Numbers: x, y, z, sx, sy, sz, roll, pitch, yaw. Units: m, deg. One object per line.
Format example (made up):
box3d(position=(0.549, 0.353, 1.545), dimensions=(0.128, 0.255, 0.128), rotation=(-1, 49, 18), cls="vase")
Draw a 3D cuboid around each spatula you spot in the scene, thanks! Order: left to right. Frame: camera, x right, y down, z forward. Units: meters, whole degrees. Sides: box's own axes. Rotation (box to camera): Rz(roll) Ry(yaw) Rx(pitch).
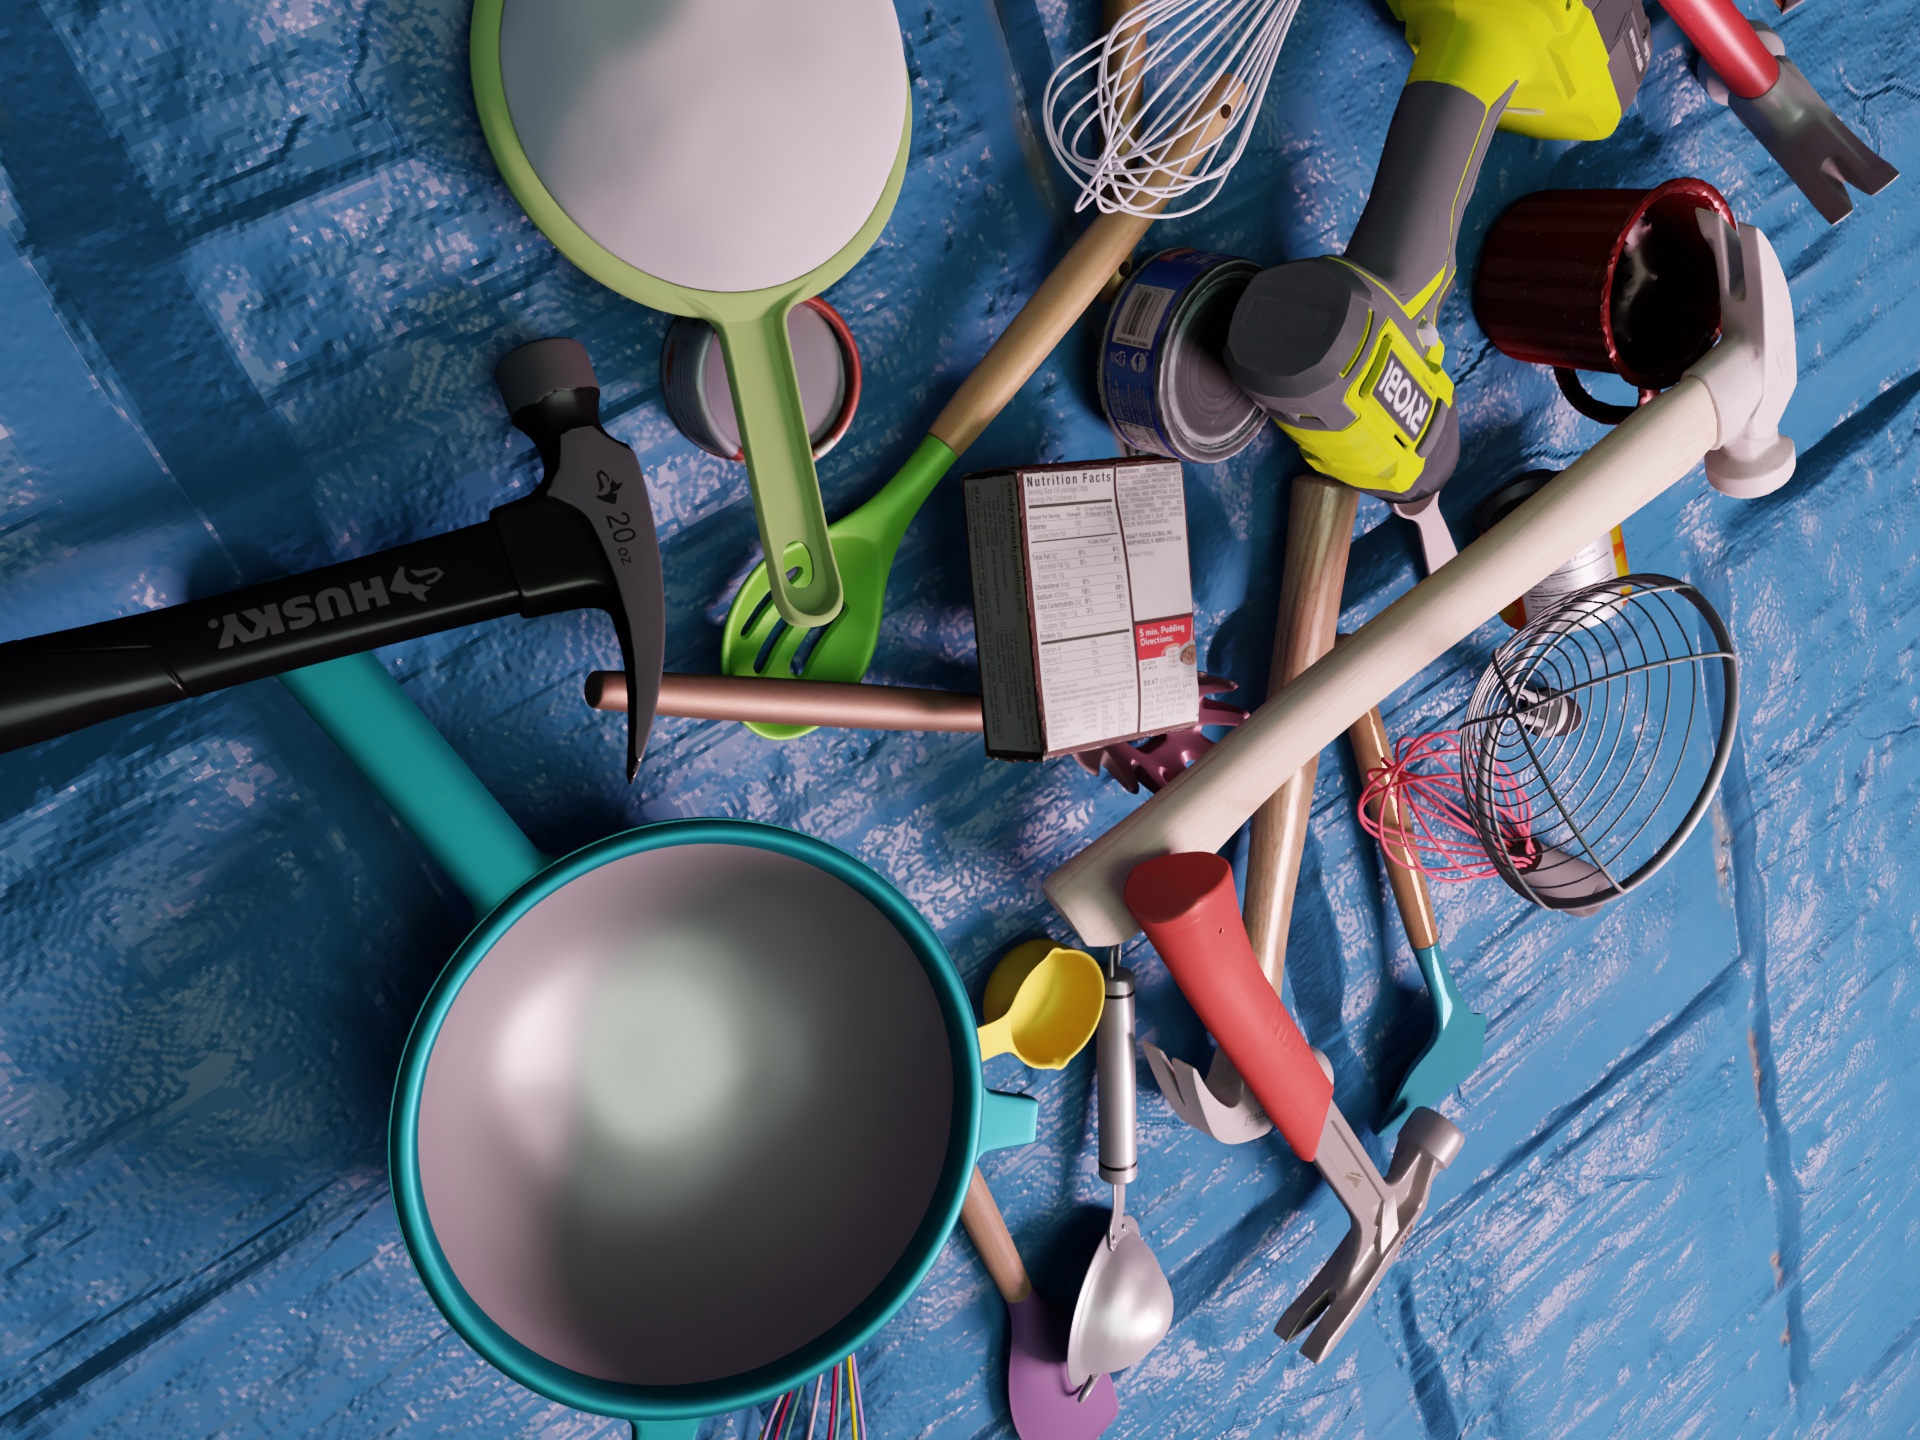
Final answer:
box3d(position=(0.018, 0.262, 0.772), dimensions=(0.060, 0.018, 0.315), rotation=(-36, 123, -24), cls="spatula")
box3d(position=(0.232, 0.093, 0.845), dimensions=(0.082, 0.044, 0.317), rotation=(-29, 115, -19), cls="spatula")

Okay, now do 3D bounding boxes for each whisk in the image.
box3d(position=(-0.063, 0.268, 0.713), dimensions=(0.051, 0.047, 0.245), rotation=(-1, 103, -44), cls="whisk")
box3d(position=(0.119, -0.283, 0.599), dimensions=(0.285, 0.070, 0.070), rotation=(-53, 127, -25), cls="whisk")
box3d(position=(0.286, 0.065, 0.829), dimensions=(0.295, 0.073, 0.073), rotation=(24, 93, -49), cls="whisk")

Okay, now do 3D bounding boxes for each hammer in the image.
box3d(position=(-0.250, -0.010, 0.473), dimensions=(0.334, 0.035, 0.146), rotation=(-18, 81, -19), cls="hammer")
box3d(position=(0.152, 0.049, 0.765), dimensions=(0.130, 0.031, 0.331), rotation=(-8, 108, -44), cls="hammer")
box3d(position=(0.152, 0.181, 0.757), dimensions=(0.149, 0.037, 0.358), rotation=(-50, 134, -15), cls="hammer")
box3d(position=(0.200, -0.049, 0.691), dimensions=(0.410, 0.038, 0.146), rotation=(-38, 132, -6), cls="hammer")
box3d(position=(0.259, -0.352, 0.653), dimensions=(0.386, 0.143, 0.038), rotation=(29, 127, -31), cls="hammer")

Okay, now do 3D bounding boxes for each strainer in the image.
box3d(position=(-0.142, 0.089, 0.583), dimensions=(0.211, 0.095, 0.340), rotation=(-40, 102, -16), cls="strainer")
box3d(position=(-0.063, -0.156, 0.508), dimensions=(0.151, 0.069, 0.256), rotation=(-14, 98, -26), cls="strainer")
box3d(position=(0.078, 0.228, 0.780), dimensions=(0.087, 0.050, 0.258), rotation=(-25, 116, -58), cls="strainer")

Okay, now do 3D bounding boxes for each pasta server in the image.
box3d(position=(-0.001, -0.002, 0.633), dimensions=(0.316, 0.040, 0.060), rotation=(3, 103, -41), cls="pasta server")

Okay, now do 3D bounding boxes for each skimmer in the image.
box3d(position=(0.281, 0.007, 0.698), dimensions=(0.363, 0.090, 0.127), rotation=(2, 110, -66), cls="skimmer")

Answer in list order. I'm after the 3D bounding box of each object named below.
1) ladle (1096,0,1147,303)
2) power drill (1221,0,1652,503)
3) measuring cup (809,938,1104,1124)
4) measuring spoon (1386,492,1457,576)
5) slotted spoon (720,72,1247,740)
box3d(position=(0.070, -0.315, 0.582), dimensions=(0.078, 0.062, 0.320), rotation=(-13, 116, -30), cls="ladle")
box3d(position=(0.203, -0.208, 0.669), dimensions=(0.171, 0.080, 0.223), rotation=(23, 91, -53), cls="power drill")
box3d(position=(-0.004, 0.140, 0.702), dimensions=(0.156, 0.029, 0.062), rotation=(-17, 113, -31), cls="measuring cup")
box3d(position=(0.232, -0.086, 0.790), dimensions=(0.034, 0.018, 0.124), rotation=(-43, 130, -14), cls="measuring spoon")
box3d(position=(0.010, -0.125, 0.614), dimensions=(0.314, 0.031, 0.070), rotation=(-52, 131, -2), cls="slotted spoon")
